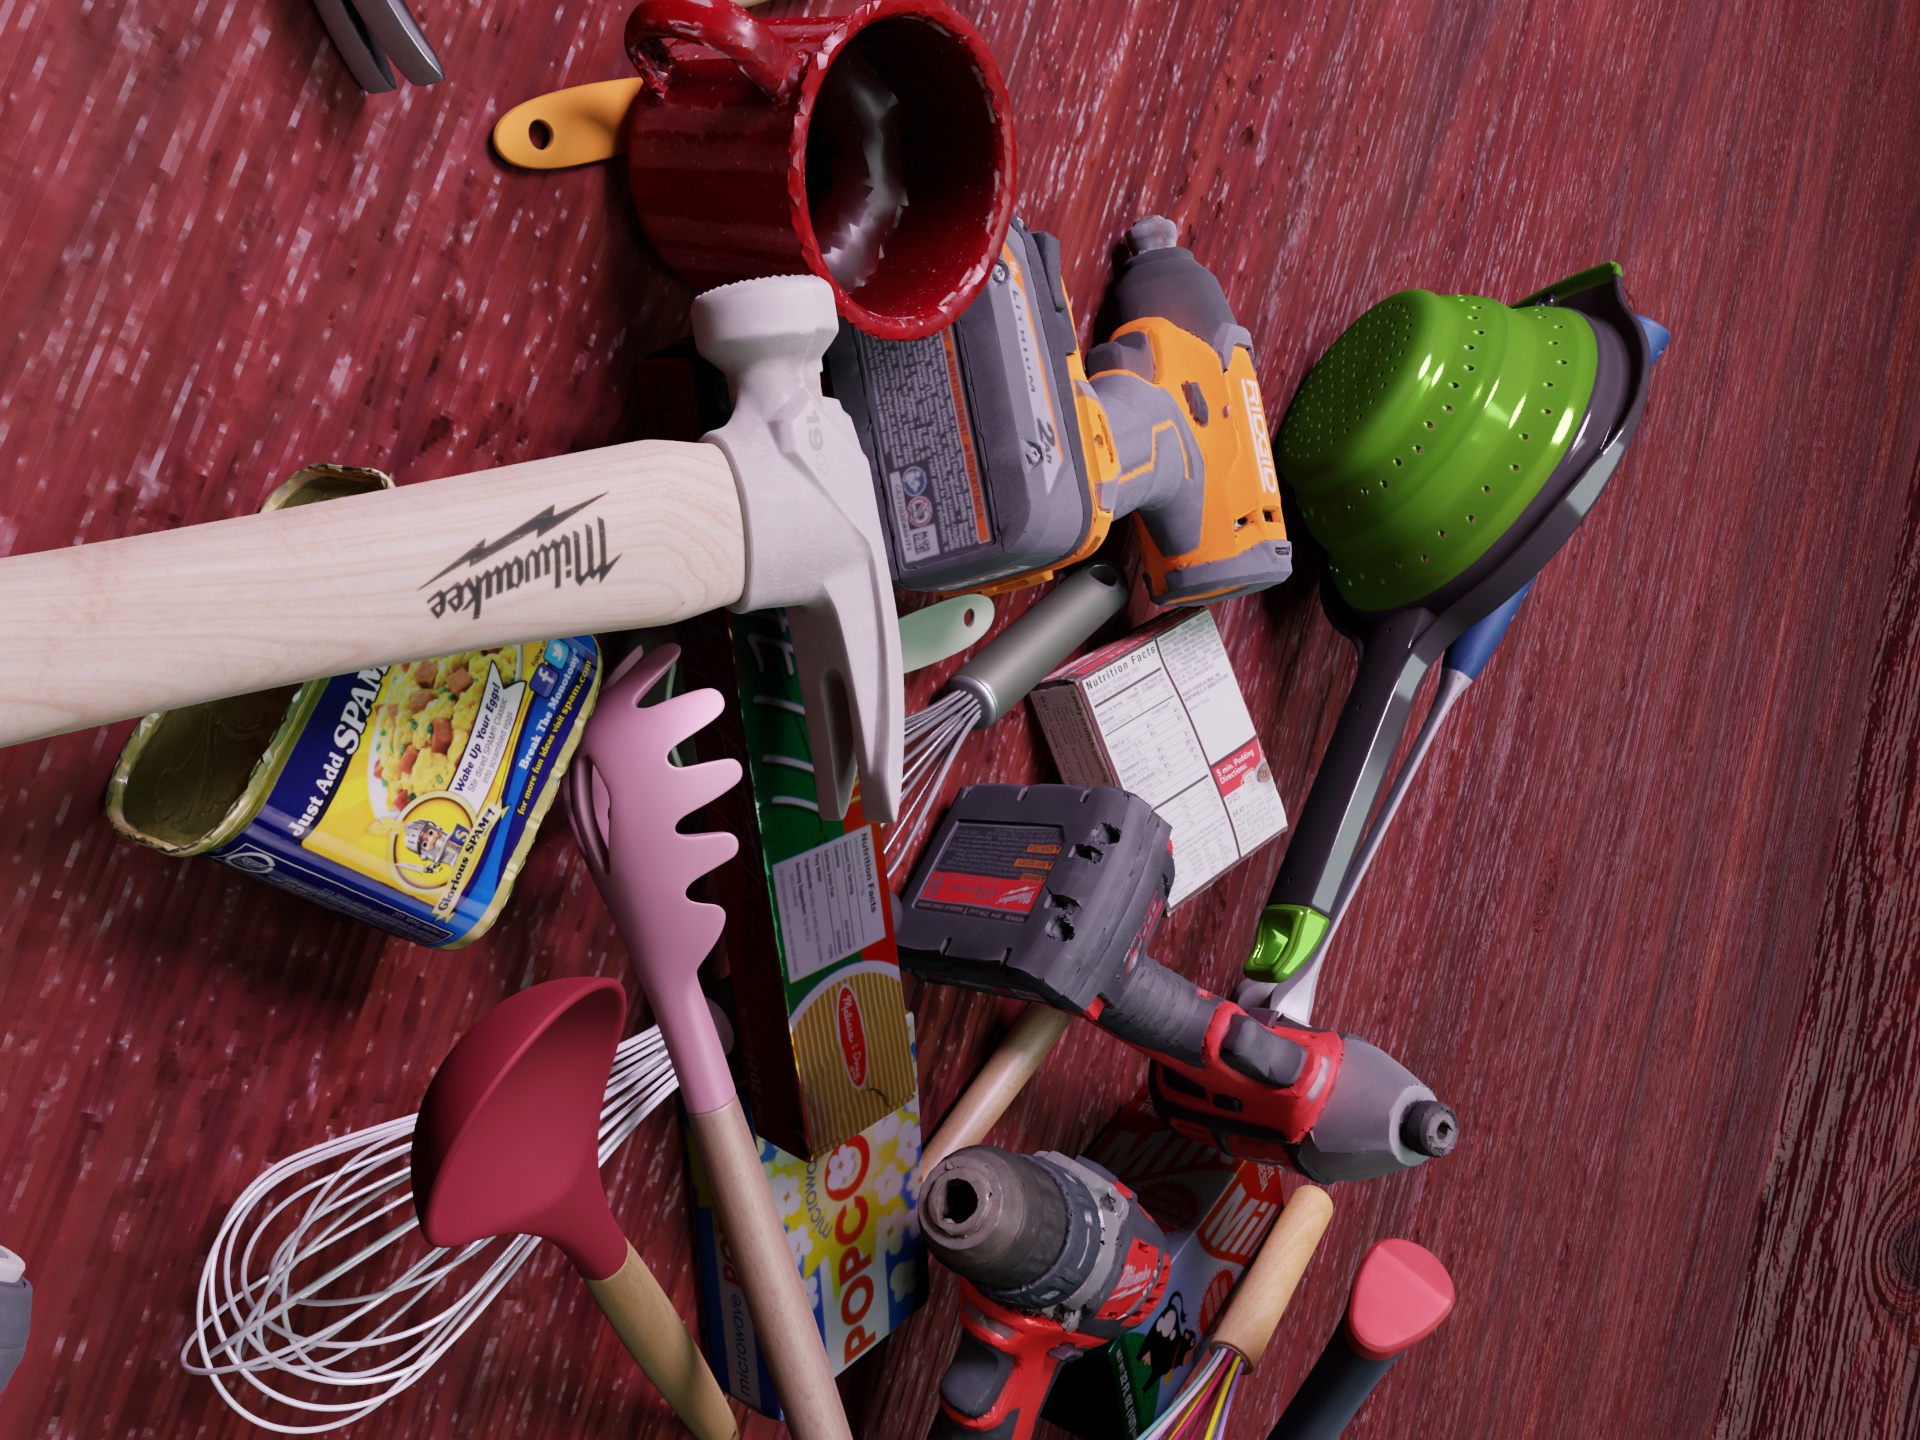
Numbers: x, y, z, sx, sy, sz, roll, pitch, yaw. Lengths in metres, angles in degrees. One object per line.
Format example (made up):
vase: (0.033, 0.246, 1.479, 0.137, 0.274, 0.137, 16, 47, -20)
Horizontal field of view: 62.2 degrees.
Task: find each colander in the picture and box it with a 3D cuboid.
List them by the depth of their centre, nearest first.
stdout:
colander: (0.191, -0.071, 0.760, 0.094, 0.204, 0.397, 31, 73, -17)

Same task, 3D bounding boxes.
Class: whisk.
whisk: (-0.106, 0.113, 0.493, 0.284, 0.070, 0.070, -29, 120, -51)
whisk: (-0.001, -0.002, 0.609, 0.246, 0.058, 0.059, -42, 162, -42)
whisk: (0.105, 0.293, 0.689, 0.245, 0.051, 0.047, -44, 154, -43)

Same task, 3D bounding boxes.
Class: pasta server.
pasta server: (-0.059, 0.134, 0.471, 0.040, 0.060, 0.316, -24, 104, -35)

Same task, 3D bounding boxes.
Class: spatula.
spatula: (0.055, 0.100, 0.715, 0.317, 0.044, 0.082, -49, 132, -28)

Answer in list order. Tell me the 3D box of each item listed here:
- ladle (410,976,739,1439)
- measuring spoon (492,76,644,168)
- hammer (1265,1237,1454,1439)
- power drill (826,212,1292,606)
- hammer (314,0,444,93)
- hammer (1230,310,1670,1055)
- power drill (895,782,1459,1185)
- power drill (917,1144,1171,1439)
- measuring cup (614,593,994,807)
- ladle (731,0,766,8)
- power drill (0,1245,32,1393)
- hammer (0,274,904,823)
ladle: (-0.095, 0.163, 0.458, 0.069, 0.031, 0.315, -51, 154, -31)
measuring spoon: (-0.091, -0.183, 0.476, 0.117, 0.011, 0.021, -35, 123, -43)
hammer: (0.134, 0.367, 0.733, 0.143, 0.038, 0.386, -21, 139, -48)
power drill: (0.048, -0.125, 0.604, 0.226, 0.084, 0.164, -7, 86, -55)
hammer: (-0.060, -0.285, 0.476, 0.337, 0.034, 0.127, -37, 124, -41)
hammer: (0.242, -0.013, 0.783, 0.405, 0.035, 0.144, -63, 177, 1)
power drill: (0.089, 0.114, 0.626, 0.219, 0.143, 0.078, 39, 68, -28)
power drill: (-0.009, 0.259, 0.572, 0.227, 0.080, 0.187, -59, 150, -12)
measuring cup: (-0.050, -0.022, 0.544, 0.167, 0.038, 0.083, -23, 115, -49)
ladle: (0.026, -0.299, 0.567, 0.320, 0.062, 0.078, -41, 136, -36)
power drill: (-0.212, 0.236, 0.363, 0.228, 0.080, 0.191, 48, 61, -42)
hammer: (-0.173, -0.005, 0.302, 0.410, 0.038, 0.146, -16, 99, -43)
